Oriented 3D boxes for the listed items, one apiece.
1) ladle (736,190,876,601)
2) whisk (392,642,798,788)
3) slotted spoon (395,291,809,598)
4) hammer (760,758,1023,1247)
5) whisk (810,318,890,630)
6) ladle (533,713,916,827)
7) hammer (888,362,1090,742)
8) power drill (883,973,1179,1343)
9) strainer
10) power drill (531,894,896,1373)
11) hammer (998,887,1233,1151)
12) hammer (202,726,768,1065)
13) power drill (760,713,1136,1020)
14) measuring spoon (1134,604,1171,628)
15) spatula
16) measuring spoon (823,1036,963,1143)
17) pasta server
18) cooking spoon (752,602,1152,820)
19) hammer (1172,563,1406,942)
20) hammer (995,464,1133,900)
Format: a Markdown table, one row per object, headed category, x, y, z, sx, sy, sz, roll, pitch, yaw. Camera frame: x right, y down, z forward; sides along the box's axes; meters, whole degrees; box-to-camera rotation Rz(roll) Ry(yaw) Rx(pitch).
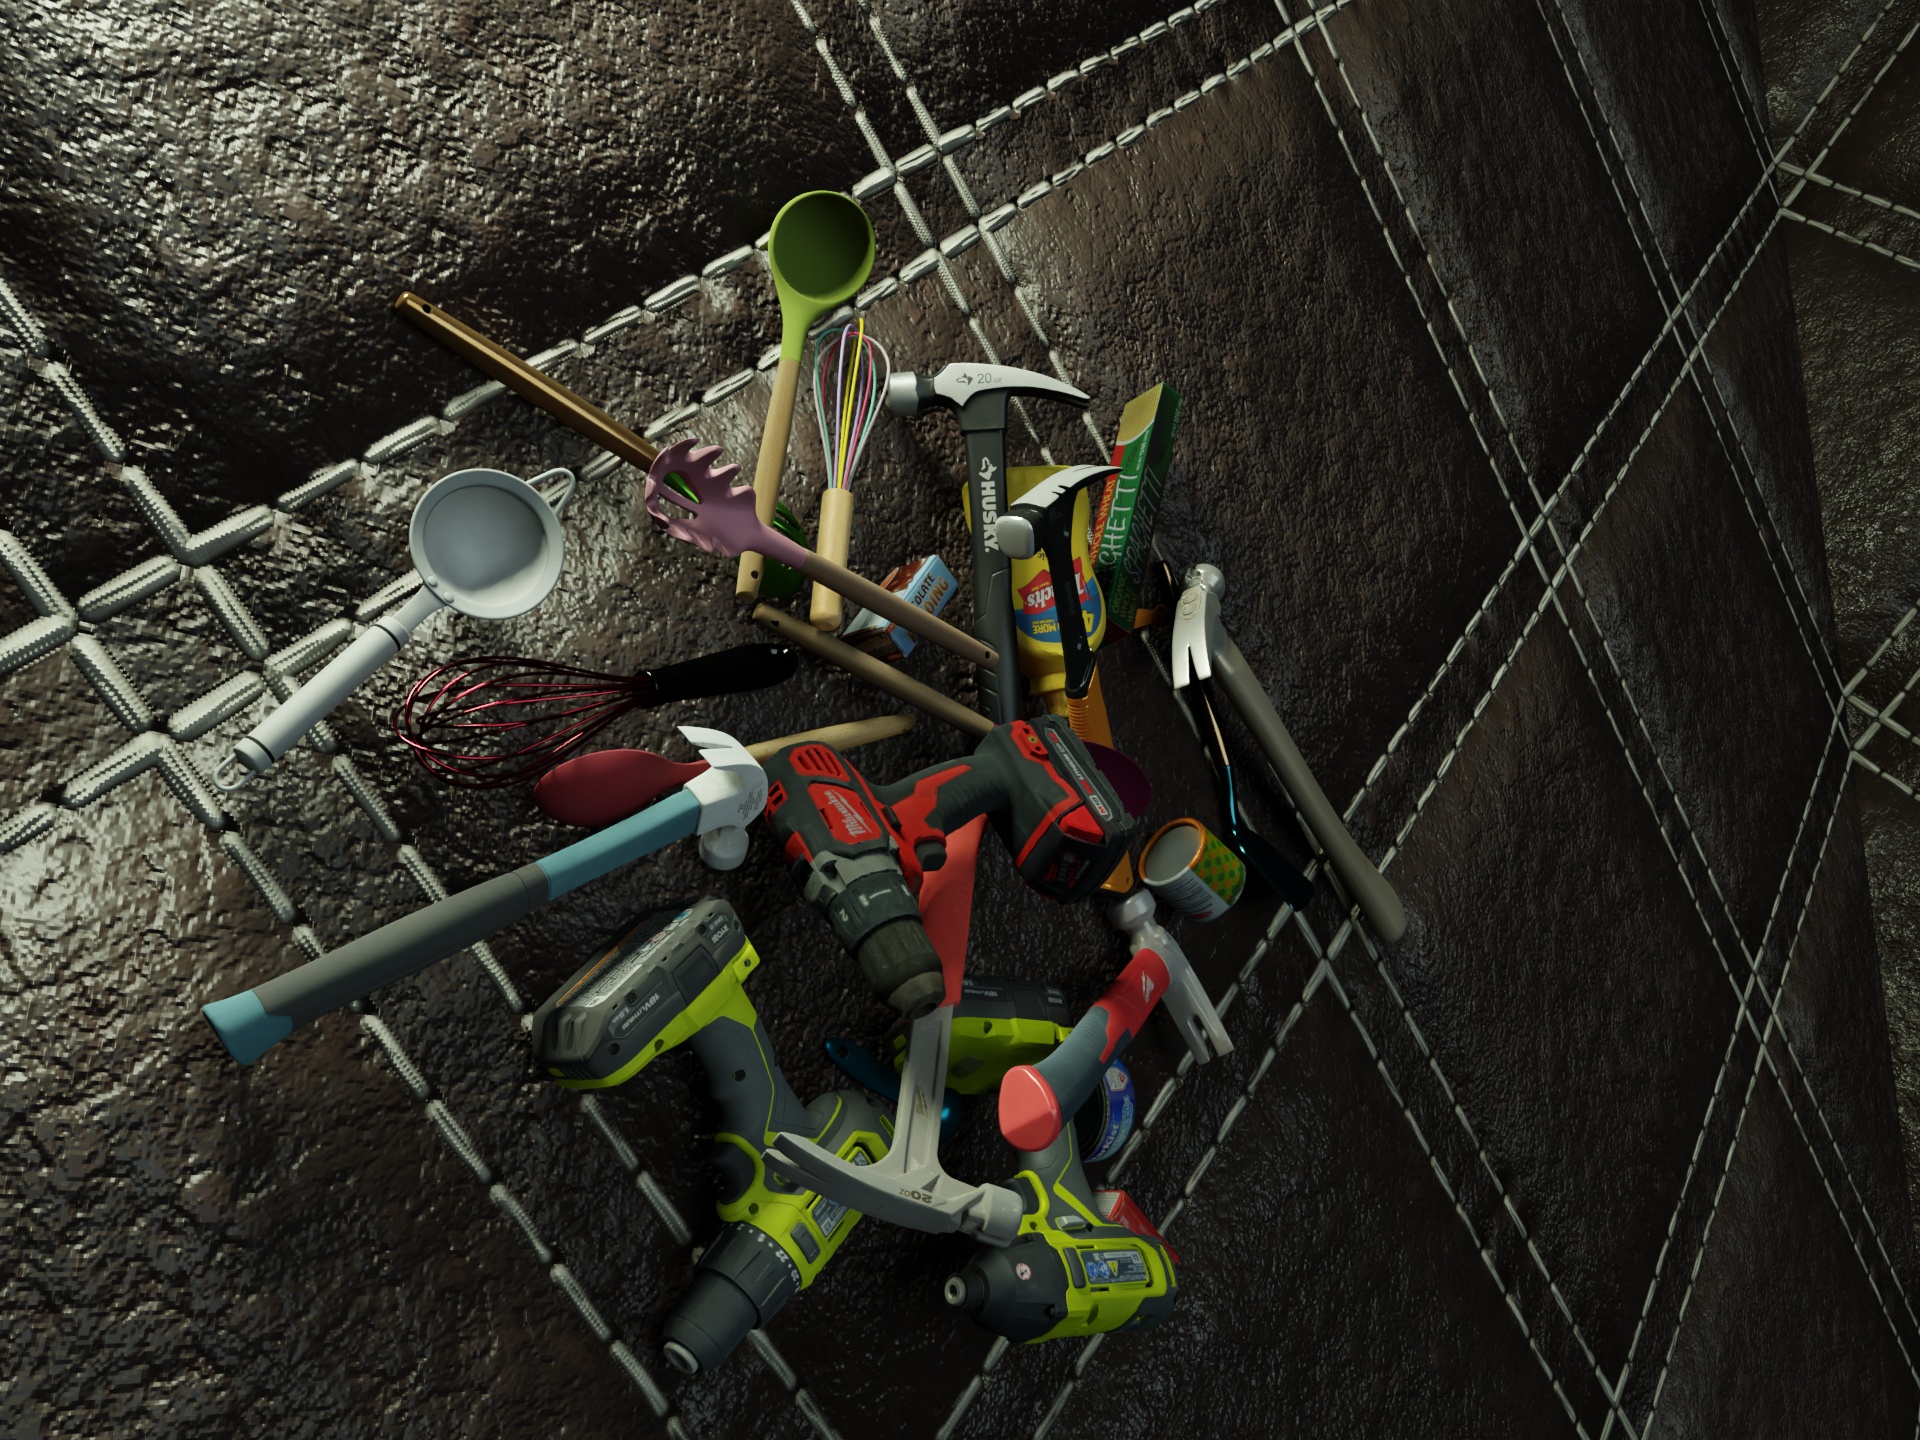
| category | x | y | z | sx | sy | sz | roll | pitch | yaw |
| --- | --- | --- | --- | --- | --- | --- | --- | --- | --- |
| ladle | -0.111 | -0.221 | 1.059 | 0.078 | 0.062 | 0.320 | 24 | 57 | -30 |
| whisk | -0.202 | -0.015 | 0.942 | 0.295 | 0.073 | 0.073 | -16 | 91 | -51 |
| slotted spoon | -0.210 | -0.171 | 0.995 | 0.313 | 0.031 | 0.070 | 32 | 54 | -33 |
| hammer | -0.023 | 0.151 | 1.001 | 0.149 | 0.036 | 0.359 | 24 | 38 | -13 |
| whisk | -0.083 | -0.175 | 1.093 | 0.051 | 0.047 | 0.245 | 23 | 59 | -36 |
| ladle | -0.132 | 0.024 | 1.008 | 0.315 | 0.069 | 0.031 | -13 | 63 | -51 |
| hammer | 0.030 | -0.094 | 1.162 | 0.035 | 0.146 | 0.335 | 49 | 37 | -87 |
| power drill | 0.036 | 0.280 | 1.016 | 0.171 | 0.080 | 0.223 | 14 | 43 | -40 |
| strainer | -0.305 | -0.053 | 0.863 | 0.086 | 0.050 | 0.258 | 49 | 56 | -16 |
| power drill | -0.144 | 0.236 | 0.920 | 0.190 | 0.080 | 0.228 | -45 | 114 | -42 |
| hammer | 0.107 | 0.219 | 1.067 | 0.143 | 0.038 | 0.386 | 61 | 19 | 3 |
| hammer | -0.239 | 0.095 | 0.858 | 0.331 | 0.128 | 0.033 | -27 | 61 | -37 |
| power drill | 0.000 | 0.086 | 0.999 | 0.226 | 0.080 | 0.188 | -8 | 53 | -37 |
| measuring spoon | 0.133 | -0.083 | 1.320 | 0.117 | 0.011 | 0.021 | -8 | 80 | -42 |
| spatula | 0.229 | 0.011 | 1.363 | 0.082 | 0.044 | 0.317 | -20 | 92 | -64 |
| measuring spoon | -0.040 | 0.242 | 1.055 | 0.128 | 0.021 | 0.042 | 40 | 54 | -31 |
| pasta server | -0.078 | -0.092 | 1.018 | 0.316 | 0.040 | 0.060 | 26 | 76 | -41 |
| cooking spoon | -0.002 | -0.004 | 1.103 | 0.318 | 0.068 | 0.017 | 28 | 22 | -19 |
| hammer | 0.293 | 0.058 | 1.384 | 0.410 | 0.038 | 0.146 | 53 | 30 | -28 |
| hammer | 0.094 | -0.017 | 1.164 | 0.127 | 0.034 | 0.336 | -40 | 129 | -44 |
